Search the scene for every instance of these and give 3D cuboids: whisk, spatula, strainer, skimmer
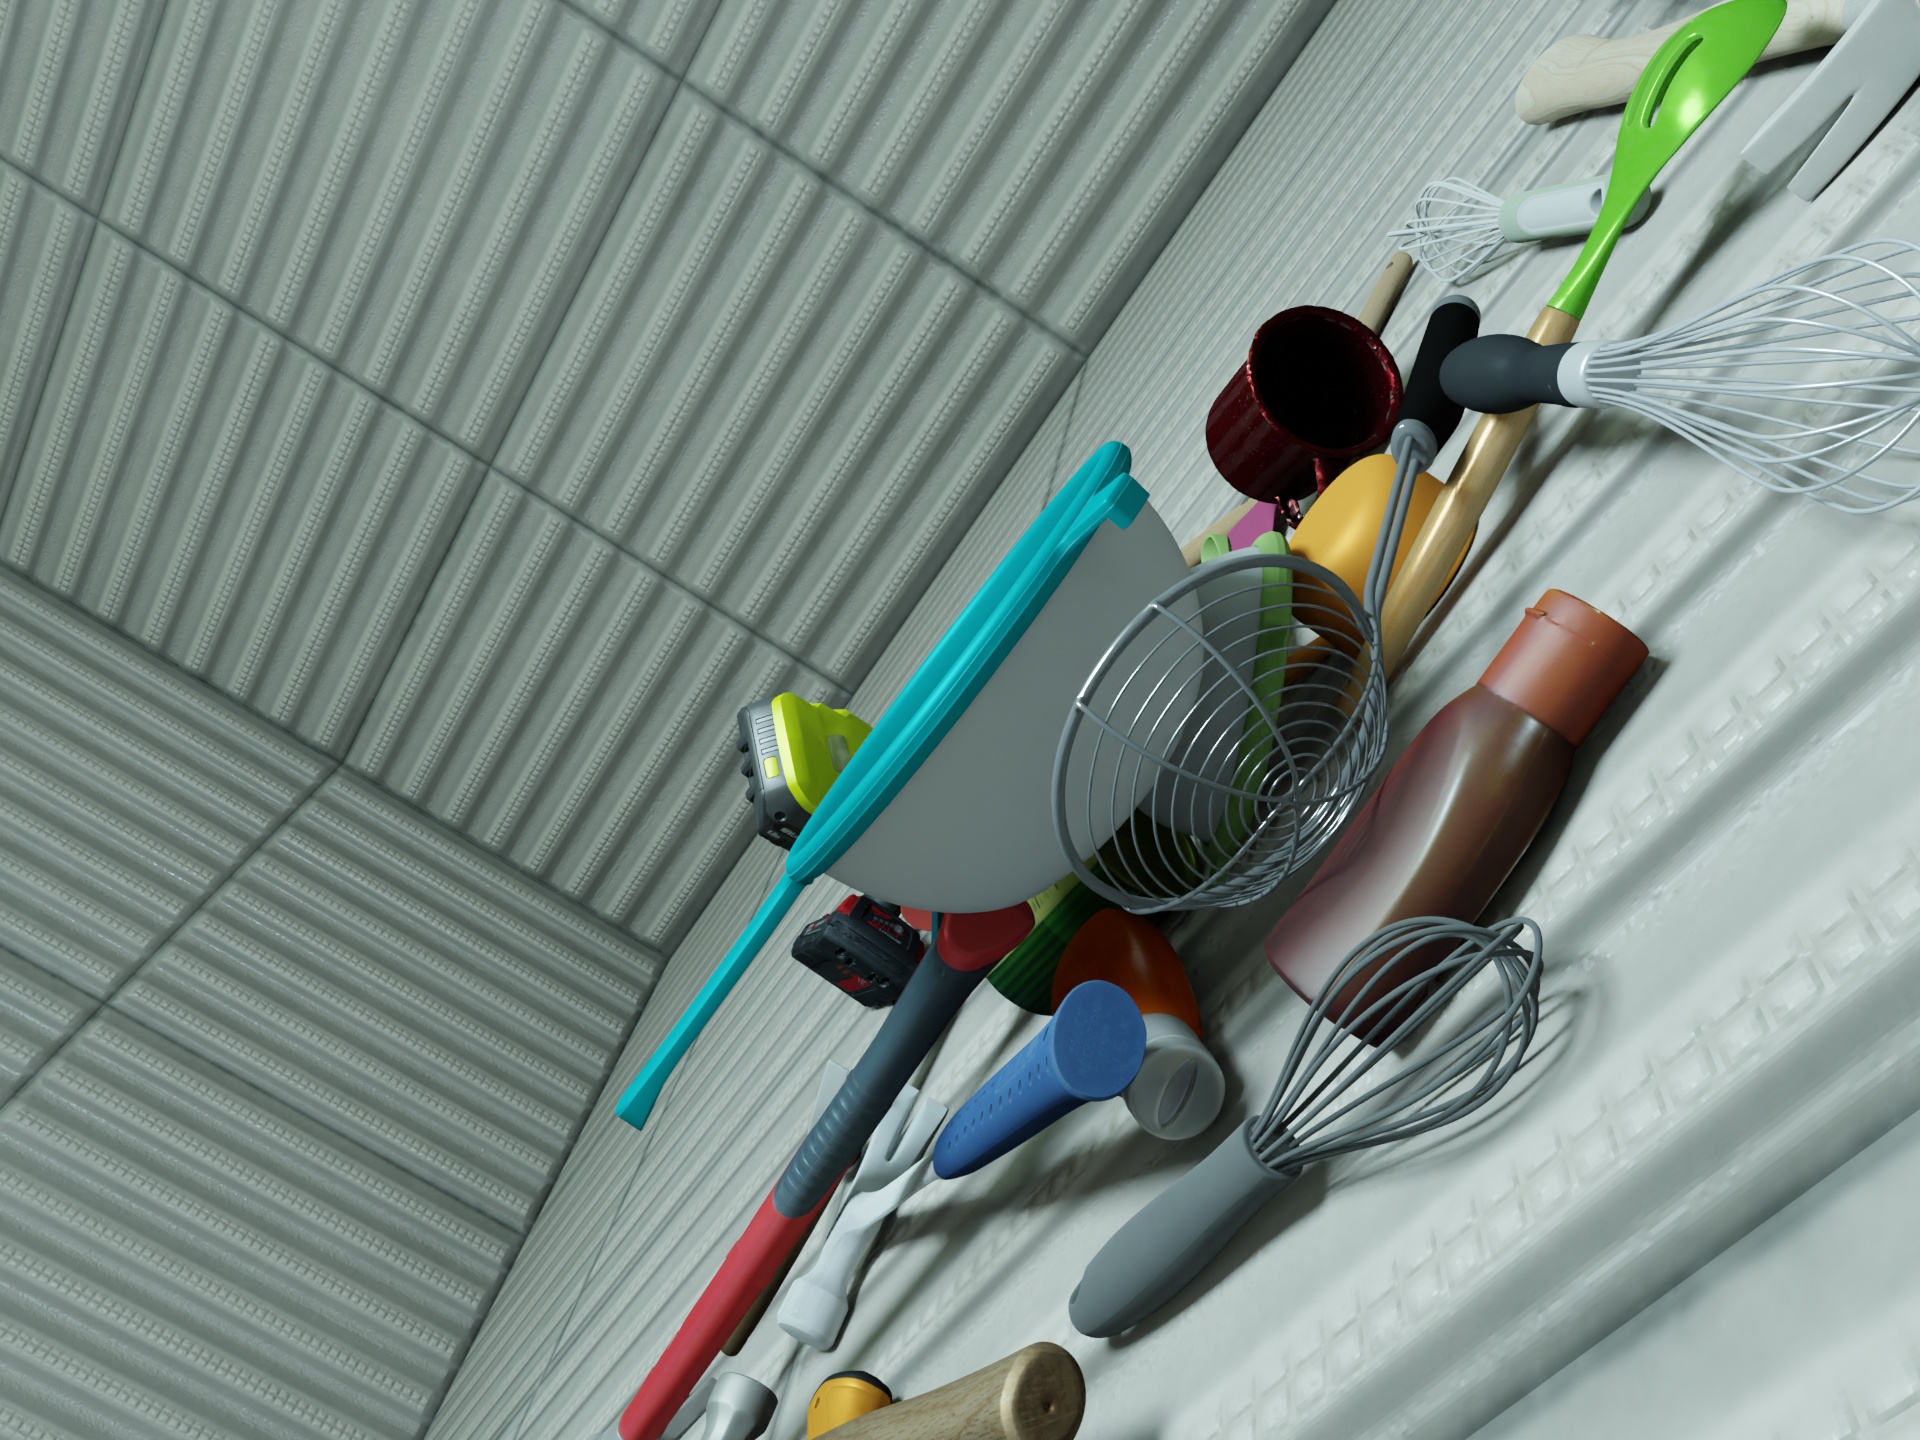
[{"bbox_3d":[0.095,0.134,0.486,0.238,0.055,0.055,-57,7,38],"label":"whisk"},{"bbox_3d":[0.285,-0.260,0.823,0.246,0.059,0.057,-115,20,-75],"label":"whisk"},{"bbox_3d":[-0.063,0.205,0.859,0.317,0.044,0.082,-62,0,8],"label":"spatula"},{"bbox_3d":[-0.008,0.051,0.634,0.340,0.095,0.211,-53,5,9],"label":"strainer"},{"bbox_3d":[0.134,-0.073,0.607,0.363,0.090,0.127,-60,-37,-45],"label":"skimmer"},{"bbox_3d":[0.218,-0.109,0.502,0.070,0.070,0.285,-57,14,6],"label":"whisk"},{"bbox_3d":[0.106,-0.039,0.764,0.256,0.069,0.151,-79,-2,-62],"label":"strainer"}]

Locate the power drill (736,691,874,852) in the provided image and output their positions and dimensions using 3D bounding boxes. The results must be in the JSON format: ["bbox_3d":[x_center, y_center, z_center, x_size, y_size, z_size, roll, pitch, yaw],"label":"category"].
[{"bbox_3d":[-0.001,-0.003,0.851,0.228,0.190,0.080,-23,63,17],"label":"power drill"}]

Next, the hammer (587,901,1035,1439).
[{"bbox_3d":[-0.075,0.227,0.757,0.386,0.038,0.143,-57,-13,18],"label":"hammer"}]

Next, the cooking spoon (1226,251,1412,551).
[{"bbox_3d":[0.215,-0.171,0.992,0.319,0.017,0.069,-60,21,-17],"label":"cooking spoon"}]

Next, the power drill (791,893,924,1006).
[{"bbox_3d":[-0.025,0.099,1.213,0.227,0.080,0.188,-58,8,-22],"label":"power drill"}]

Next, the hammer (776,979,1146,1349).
[{"bbox_3d":[-0.005,0.190,0.716,0.144,0.035,0.405,-62,2,-31],"label":"hammer"}]

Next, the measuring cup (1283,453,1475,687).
[{"bbox_3d":[0.163,-0.058,0.747,0.173,0.052,0.095,-44,16,51],"label":"measuring cup"}]

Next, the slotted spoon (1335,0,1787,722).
[{"bbox_3d":[0.228,-0.138,0.634,0.070,0.031,0.313,-88,22,-74],"label":"slotted spoon"}]

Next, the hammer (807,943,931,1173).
[{"bbox_3d":[0.000,0.127,1.011,0.335,0.035,0.146,-58,-9,-25],"label":"hammer"}]

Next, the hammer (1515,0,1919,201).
[{"bbox_3d":[0.333,-0.303,0.737,0.146,0.038,0.411,-57,8,13],"label":"hammer"}]

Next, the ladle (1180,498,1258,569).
[{"bbox_3d":[0.062,-0.054,1.000,0.320,0.062,0.078,-38,8,-5],"label":"ladle"}]

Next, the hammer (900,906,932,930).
[{"bbox_3d":[-0.012,0.049,1.060,0.149,0.036,0.359,-42,13,7],"label":"hammer"}]

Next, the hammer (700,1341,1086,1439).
[{"bbox_3d":[-0.052,0.284,0.593,0.331,0.031,0.130,-46,12,48],"label":"hammer"}]

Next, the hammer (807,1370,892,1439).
[{"bbox_3d":[-0.049,0.347,0.559,0.127,0.034,0.337,-55,8,7],"label":"hammer"}]
